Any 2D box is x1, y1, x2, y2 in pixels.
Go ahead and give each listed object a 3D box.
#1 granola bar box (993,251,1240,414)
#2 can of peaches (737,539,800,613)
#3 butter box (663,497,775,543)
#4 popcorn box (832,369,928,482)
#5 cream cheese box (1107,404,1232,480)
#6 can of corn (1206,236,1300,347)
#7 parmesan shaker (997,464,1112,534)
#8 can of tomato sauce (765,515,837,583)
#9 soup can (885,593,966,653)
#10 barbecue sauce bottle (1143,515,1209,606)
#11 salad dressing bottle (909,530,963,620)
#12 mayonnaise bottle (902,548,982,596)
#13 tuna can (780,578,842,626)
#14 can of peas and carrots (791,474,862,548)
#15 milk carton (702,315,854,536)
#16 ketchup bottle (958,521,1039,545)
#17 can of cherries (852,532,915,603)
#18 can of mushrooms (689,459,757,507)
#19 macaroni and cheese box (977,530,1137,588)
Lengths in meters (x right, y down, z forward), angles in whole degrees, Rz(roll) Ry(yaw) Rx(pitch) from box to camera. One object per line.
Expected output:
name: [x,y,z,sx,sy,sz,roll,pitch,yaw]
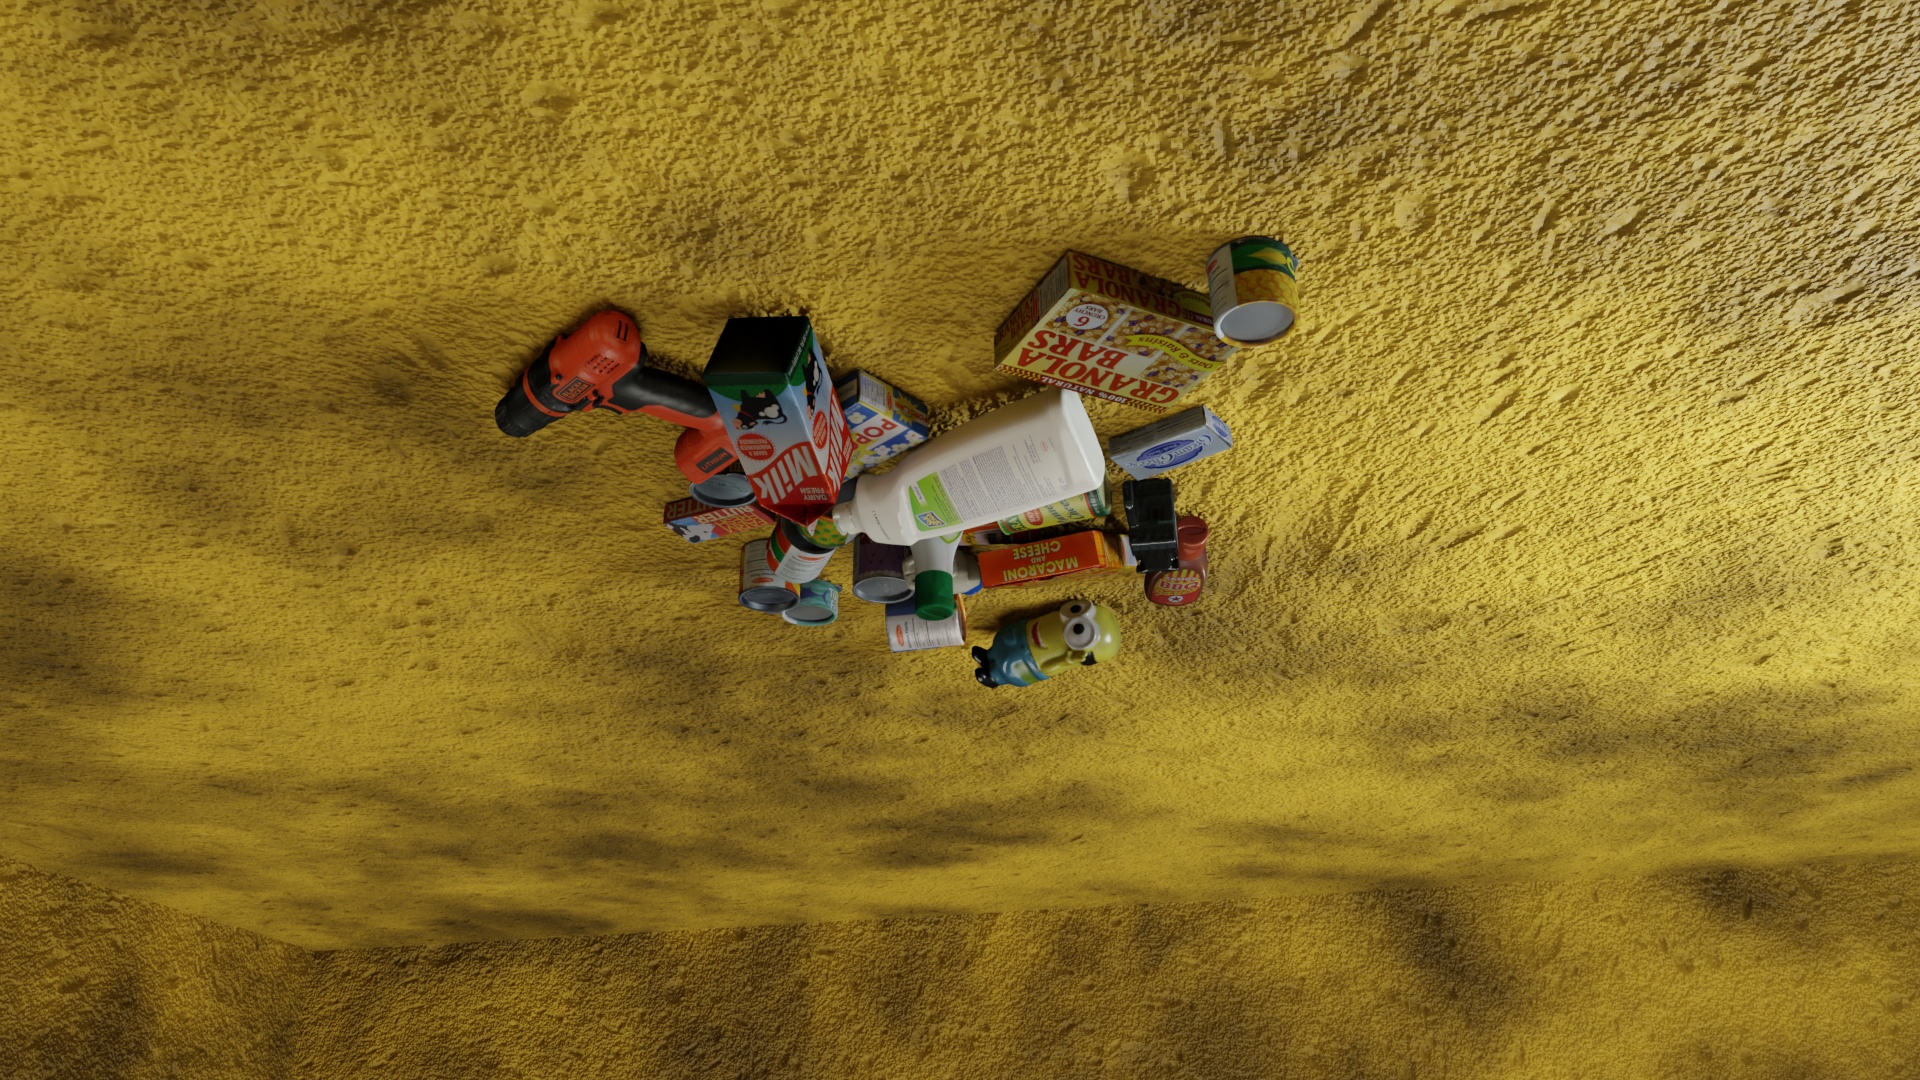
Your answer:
granola bar box: [0.128,-0.165,1.128,0.166,0.039,0.123,12,150,-24]
can of peaches: [-0.205,0.039,1.497,0.071,0.058,0.071,-1,153,-1]
butter box: [-0.243,-0.027,1.403,0.103,0.024,0.053,-13,151,23]
popcorn box: [-0.102,-0.099,1.248,0.126,0.038,0.085,-24,145,38]
cream cheese box: [0.195,-0.090,1.294,0.103,0.024,0.053,-19,148,32]
can of corn: [0.227,-0.189,1.063,0.071,0.058,0.071,-1,153,0]
parmesan shaker: [0.086,-0.049,1.327,0.103,0.071,0.071,-11,151,18]
can of tomato sauce: [-0.158,-0.003,1.407,0.071,0.071,0.082,8,154,-17]
soup can: [-0.039,0.091,1.603,0.084,0.071,0.071,-6,152,8]
barbecue sauce bottle: [0.238,0.022,1.497,0.065,0.044,0.148,0,153,-1]
salad dressing bottle: [-0.026,0.003,1.333,0.064,0.148,0.044,20,146,-35]
mayonnaise bottle: [-0.011,0.035,1.469,0.065,0.041,0.148,-16,170,14]
tuna can: [-0.170,0.071,1.589,0.071,0.033,0.070,0,153,0]
can of peas and carrots: [-0.126,-0.035,1.346,0.071,0.071,0.058,5,151,-12]
milk carton: [-0.143,-0.092,1.163,0.073,0.073,0.189,0,139,16]
ketchup bottle: [0.005,-0.018,1.409,0.149,0.043,0.064,-2,162,3]
can of cherries: [-0.079,0.028,1.479,0.071,0.058,0.071,-1,152,0]
can of mushrooms: [-0.223,-0.061,1.326,0.071,0.033,0.070,0,153,0]
macaroni and cheese box: [0.104,0.022,1.428,0.123,0.040,0.166,-12,175,19]
